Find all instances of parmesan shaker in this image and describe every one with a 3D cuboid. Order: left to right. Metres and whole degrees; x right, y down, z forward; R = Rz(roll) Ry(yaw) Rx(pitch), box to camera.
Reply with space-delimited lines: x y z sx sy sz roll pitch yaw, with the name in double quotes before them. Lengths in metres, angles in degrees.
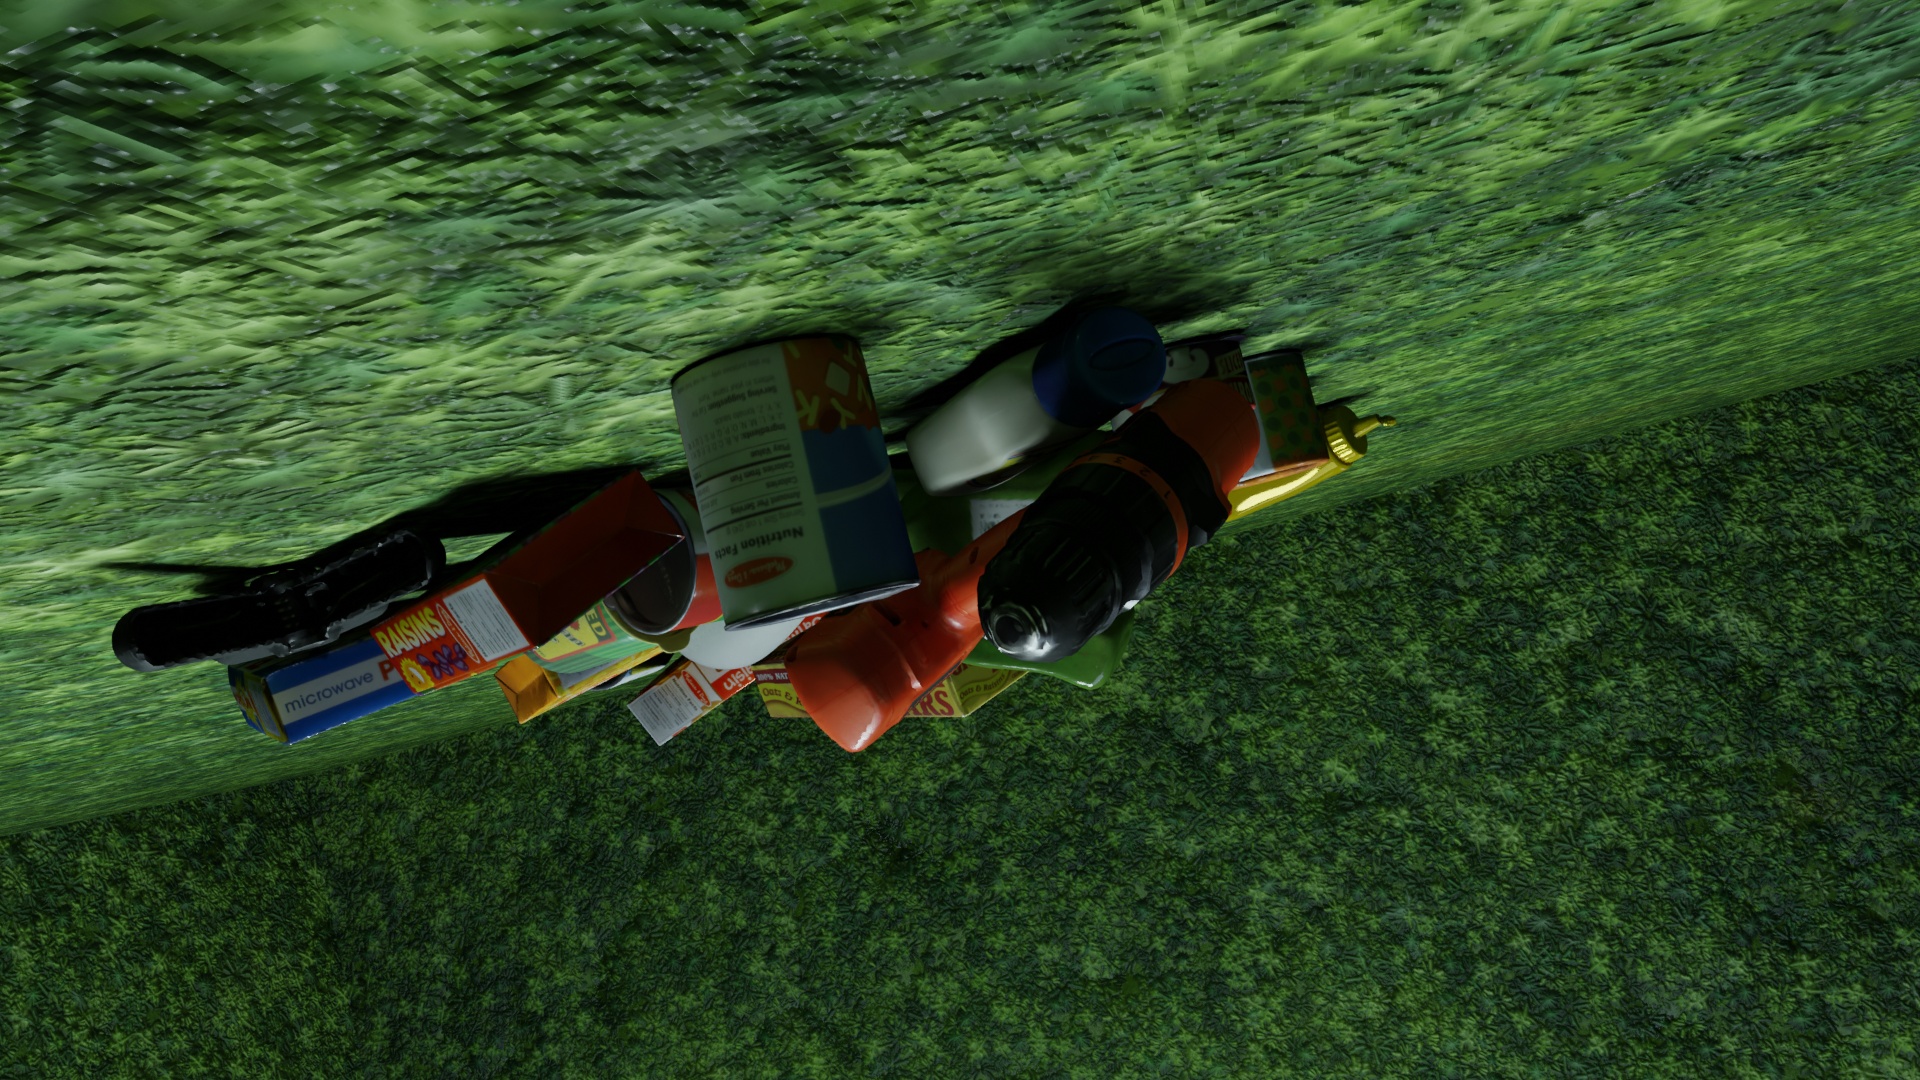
"parmesan shaker" -0.188 0.034 0.741 0.071 0.071 0.103 -9 173 -45

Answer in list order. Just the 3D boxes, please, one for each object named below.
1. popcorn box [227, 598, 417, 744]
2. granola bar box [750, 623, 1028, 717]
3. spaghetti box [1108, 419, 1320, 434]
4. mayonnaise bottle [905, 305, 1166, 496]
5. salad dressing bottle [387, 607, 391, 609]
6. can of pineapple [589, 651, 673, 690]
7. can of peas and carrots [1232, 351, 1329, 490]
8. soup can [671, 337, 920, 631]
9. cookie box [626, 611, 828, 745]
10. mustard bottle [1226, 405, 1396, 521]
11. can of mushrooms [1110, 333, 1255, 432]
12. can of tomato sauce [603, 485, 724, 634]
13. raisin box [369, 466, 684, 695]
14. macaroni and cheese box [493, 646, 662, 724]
"popcorn box" -0.302 0.061 0.720 0.127 0.038 0.085 -23 -168 -36
"granola bar box" -0.024 0.060 0.811 0.165 0.039 0.125 -7 -164 44
"spaghetti box" 0.091 -0.049 0.848 0.250 0.028 0.050 -15 175 7
"mayonnaise bottle" 0.029 -0.053 0.547 0.065 0.041 0.147 -20 179 -23
"salad dressing bottle" -0.333 0.062 0.801 0.064 0.044 0.148 -18 174 35
"can of pineapple" -0.241 0.065 0.973 0.071 0.071 0.058 -16 180 23
"can of peas and carrots" 0.153 -0.060 0.718 0.071 0.059 0.071 -14 175 -1
"soup can" -0.054 -0.018 0.463 0.071 0.084 0.071 -14 175 -1
"cookie box" -0.135 0.064 0.962 0.167 0.040 0.123 -35 -174 19
"mustard bottle" 0.236 -0.061 0.989 0.159 0.048 0.065 -25 -169 37
"can of mushrooms" 0.101 -0.068 0.632 0.071 0.033 0.071 -13 175 -1
"can of tomato sauce" -0.118 0.007 0.657 0.071 0.071 0.083 -18 174 38
"raisin box" -0.187 0.019 0.595 0.123 0.040 0.086 -19 -161 45
"macaroni and cheese box" -0.199 0.053 0.875 0.167 0.040 0.123 -28 -179 -31
